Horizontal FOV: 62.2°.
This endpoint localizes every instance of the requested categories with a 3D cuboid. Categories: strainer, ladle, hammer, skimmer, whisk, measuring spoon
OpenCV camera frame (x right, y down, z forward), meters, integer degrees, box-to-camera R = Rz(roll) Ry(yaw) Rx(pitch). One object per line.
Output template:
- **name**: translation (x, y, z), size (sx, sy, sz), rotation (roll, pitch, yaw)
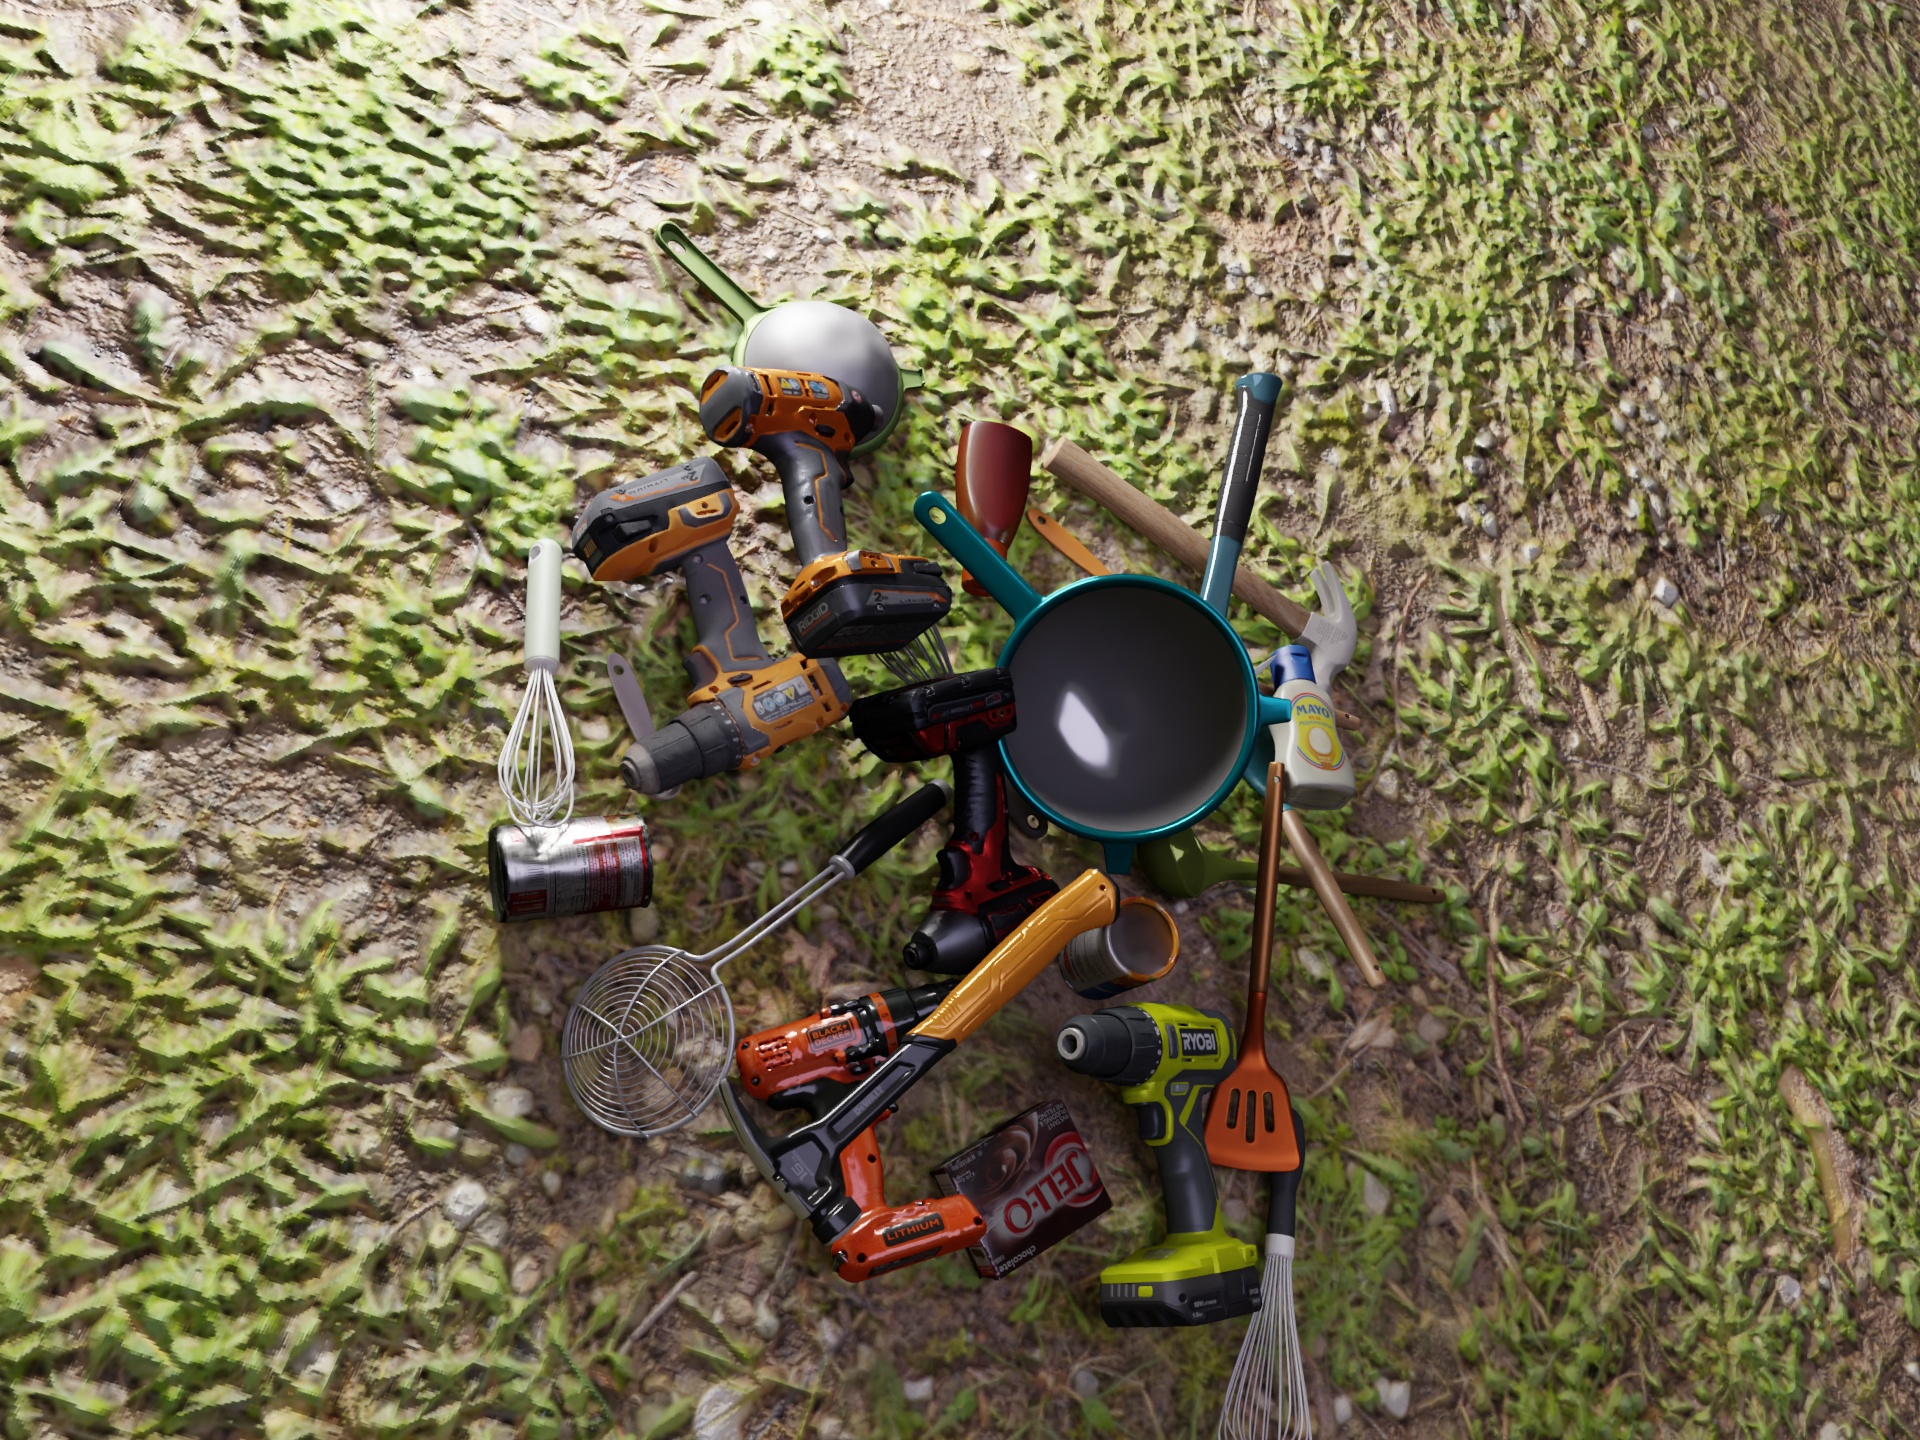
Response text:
- **strainer**: translation (-0.147, -0.332, 1.314), size (0.256, 0.069, 0.151), rotation (42, 61, -6)
- **ladle**: translation (0.289, 0.127, 1.346), size (0.320, 0.062, 0.078), rotation (10, 58, -23)
- **hammer**: translation (0.218, -0.150, 1.428), size (0.331, 0.031, 0.130), rotation (34, 62, -9)
- **skimmer**: translation (-0.132, 0.157, 1.163), size (0.127, 0.090, 0.363), rotation (35, 46, 21)
- **whisk**: translation (-0.003, -0.004, 1.274), size (0.055, 0.055, 0.239), rotation (-36, 92, -29)
- **hammer**: translation (-0.011, 0.204, 1.111), size (0.337, 0.034, 0.127), rotation (-37, 84, -30)
- **measuring spoon**: translation (0.105, -0.147, 1.389), size (0.117, 0.011, 0.021), rotation (39, 61, -6)
- **hammer**: translation (0.236, -0.169, 1.403), size (0.128, 0.033, 0.331), rotation (21, 68, -13)
- **whisk**: translation (0.243, 0.436, 1.216), size (0.070, 0.070, 0.285), rotation (20, 61, -16)
- **measuring spoon**: translation (-0.241, 0.006, 1.187), size (0.034, 0.018, 0.124), rotation (-10, 69, -38)
- **strainer**: translation (0.088, -0.054, 1.285), size (0.211, 0.095, 0.340), rotation (-44, 82, 4)
- **whisk**: translation (-0.298, -0.031, 1.134), size (0.059, 0.058, 0.247), rotation (30, 42, -44)
- **measuring spoon**: translation (0.137, -0.010, 1.346), size (0.128, 0.021, 0.042), rotation (28, 63, -10)

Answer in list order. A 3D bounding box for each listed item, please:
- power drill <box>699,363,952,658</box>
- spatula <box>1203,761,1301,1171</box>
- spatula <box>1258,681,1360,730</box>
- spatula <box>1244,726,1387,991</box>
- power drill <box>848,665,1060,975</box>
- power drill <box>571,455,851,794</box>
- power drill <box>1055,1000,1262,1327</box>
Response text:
- **power drill**: translation (-0.092, -0.166, 1.213), size (0.164, 0.084, 0.227), rotation (-8, 70, -47)
- **spatula**: translation (0.242, 0.193, 1.275), size (0.081, 0.041, 0.323), rotation (5, 85, 6)
- **spatula**: translation (0.206, -0.040, 1.381), size (0.315, 0.018, 0.060), rotation (17, 53, -13)
- **spatula**: translation (0.284, 0.090, 1.319), size (0.082, 0.044, 0.318), rotation (3, 41, -23)
- **power drill**: translation (-0.004, 0.079, 1.192), size (0.143, 0.078, 0.219), rotation (-17, 96, -41)
- **power drill**: translation (-0.206, -0.065, 1.184), size (0.185, 0.084, 0.226), rotation (-28, 88, -33)
- **power drill**: translation (0.144, 0.320, 1.168), size (0.190, 0.080, 0.229), rotation (14, 65, -49)
